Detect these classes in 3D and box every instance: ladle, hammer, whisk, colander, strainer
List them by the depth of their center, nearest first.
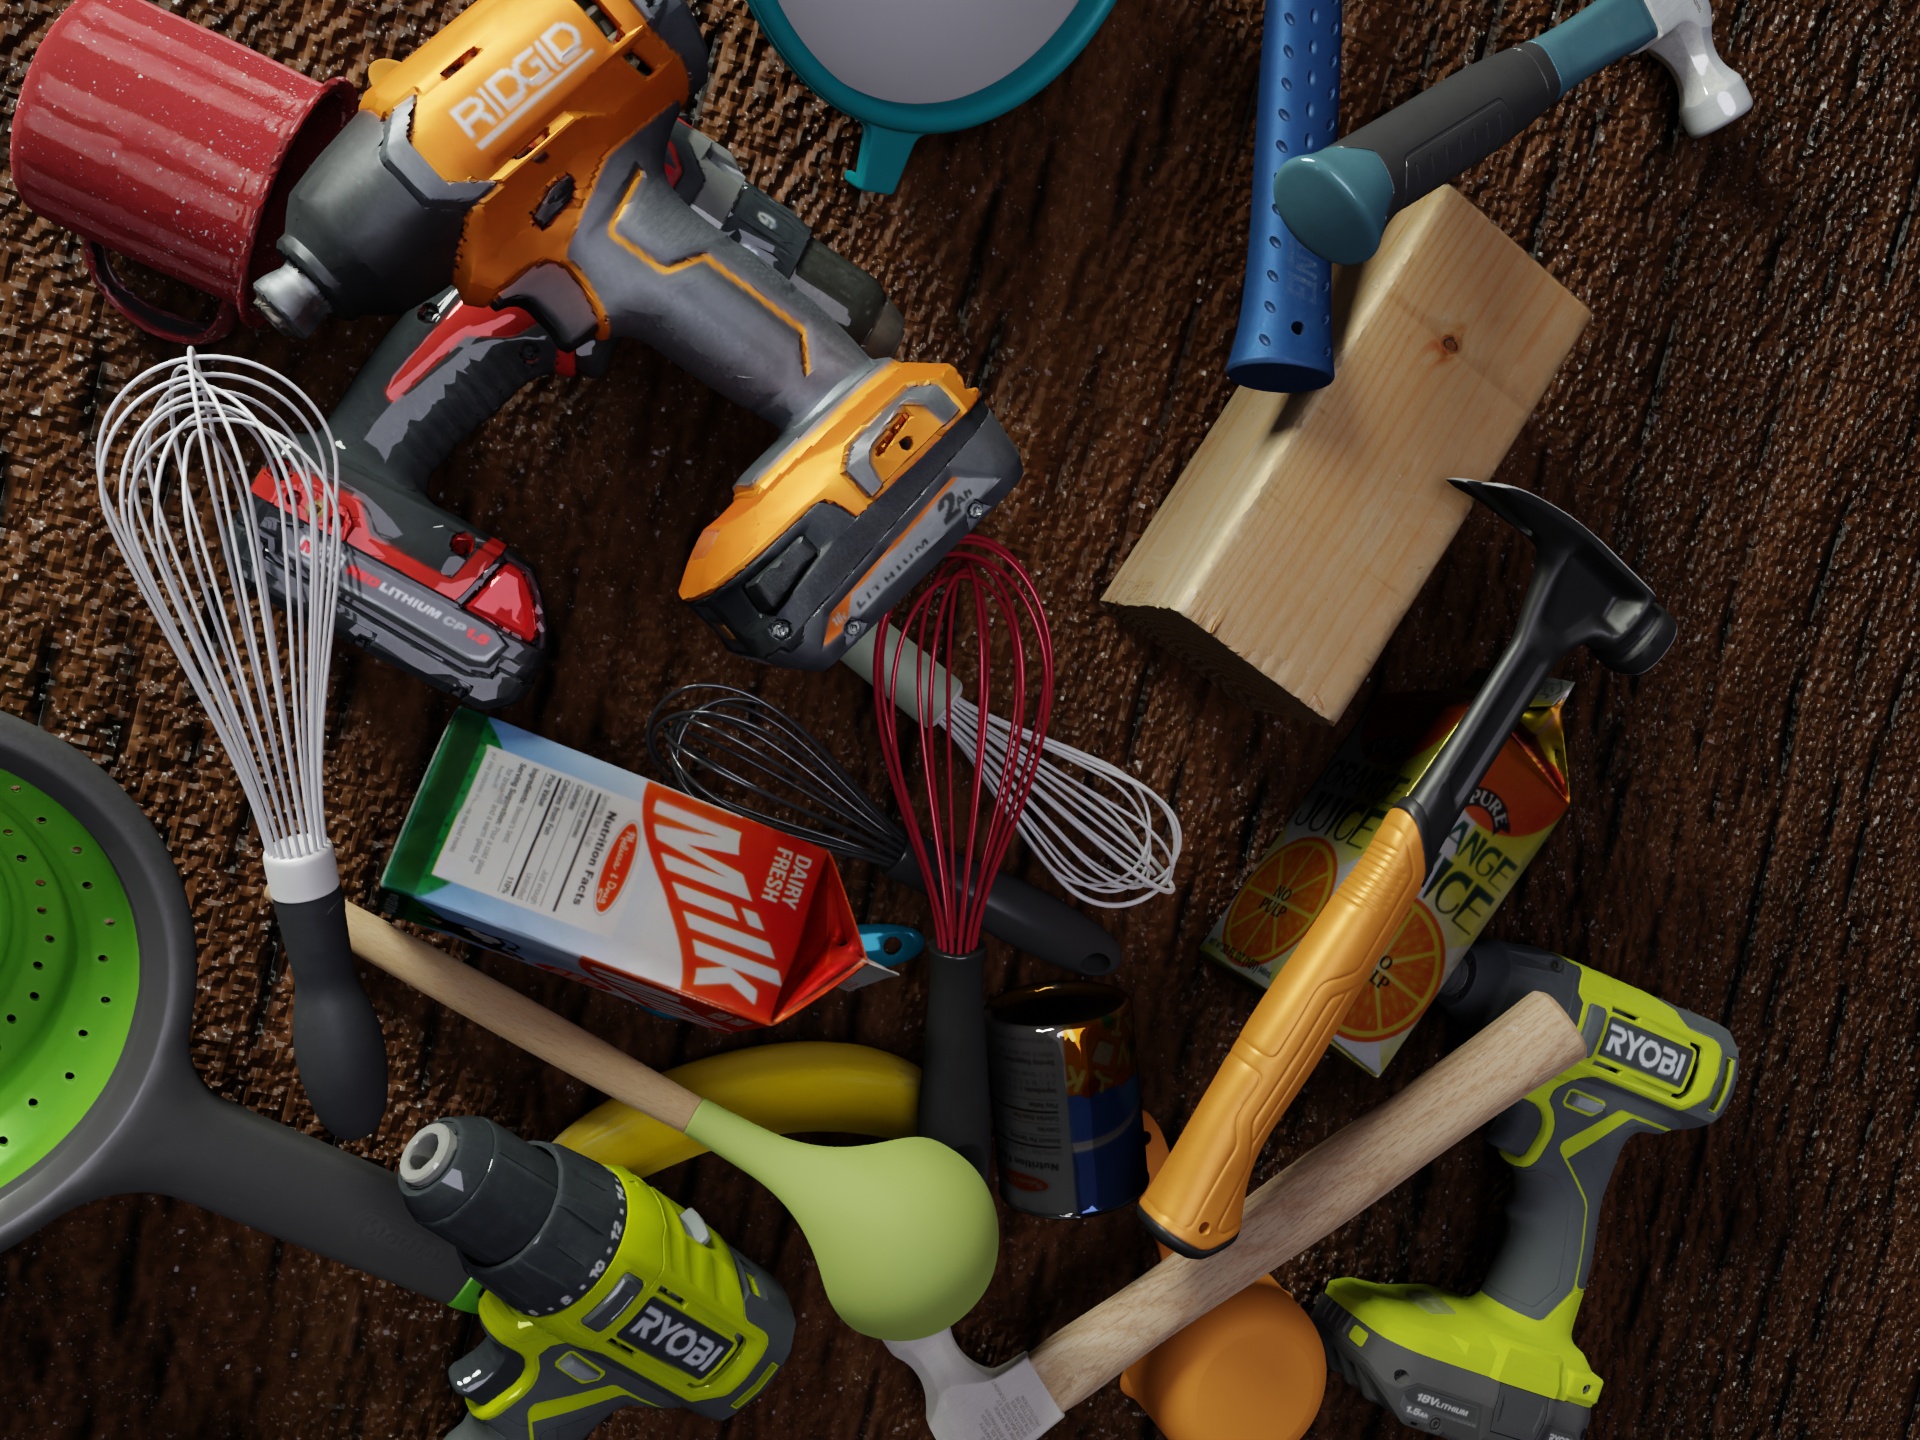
[{"bbox_3d":[-0.224,0.021,0.527,0.070,0.070,0.284,-9,113,-15],"label":"whisk"},{"bbox_3d":[-0.046,-0.368,0.534,0.211,0.095,0.340,-46,141,-11],"label":"strainer"},{"bbox_3d":[-0.322,0.125,0.577,0.396,0.095,0.204,40,77,-35],"label":"colander"},{"bbox_3d":[-0.128,0.144,0.625,0.320,0.062,0.078,29,68,1],"label":"ladle"},{"bbox_3d":[0.000,0.072,0.633,0.073,0.073,0.295,-4,109,-16],"label":"whisk"},{"bbox_3d":[0.147,-0.332,0.644,0.144,0.035,0.405,7,83,-18],"label":"hammer"},{"bbox_3d":[0.228,-0.257,0.647,0.331,0.033,0.128,-38,101,-36],"label":"hammer"},{"bbox_3d":[0.167,0.067,0.650,0.127,0.034,0.337,32,89,-28],"label":"hammer"},{"bbox_3d":[-0.025,0.053,0.671,0.238,0.055,0.055,30,87,-22],"label":"whisk"},{"bbox_3d":[-0.001,-0.002,0.671,0.246,0.059,0.058,39,101,-12],"label":"whisk"},{"bbox_3d":[0.133,0.227,0.697,0.331,0.031,0.130,-33,80,-3],"label":"hammer"}]

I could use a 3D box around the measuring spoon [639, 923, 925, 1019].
[{"bbox_3d":[-0.076,0.102,0.671,0.128,0.021,0.042,-5,98,-14],"label":"measuring spoon"}]

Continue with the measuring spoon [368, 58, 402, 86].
[{"bbox_3d":[-0.176,-0.215,0.615,0.117,0.011,0.021,35,90,-14],"label":"measuring spoon"}]

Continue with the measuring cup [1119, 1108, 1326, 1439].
[{"bbox_3d":[0.113,0.262,0.729,0.095,0.052,0.173,-22,104,-13],"label":"measuring cup"}]

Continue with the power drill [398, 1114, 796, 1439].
[{"bbox_3d":[-0.195,0.263,0.603,0.228,0.080,0.190,-45,129,-6],"label":"power drill"}]

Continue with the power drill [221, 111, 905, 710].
[{"bbox_3d":[-0.144,-0.117,0.594,0.187,0.080,0.227,29,89,-18],"label":"power drill"}]

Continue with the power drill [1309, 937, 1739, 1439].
[{"bbox_3d":[0.261,0.222,0.759,0.171,0.080,0.223,23,86,-17],"label":"power drill"}]

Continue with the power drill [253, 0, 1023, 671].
[{"bbox_3d":[-0.105,-0.122,0.528,0.164,0.084,0.226,-45,108,-12],"label":"power drill"}]
